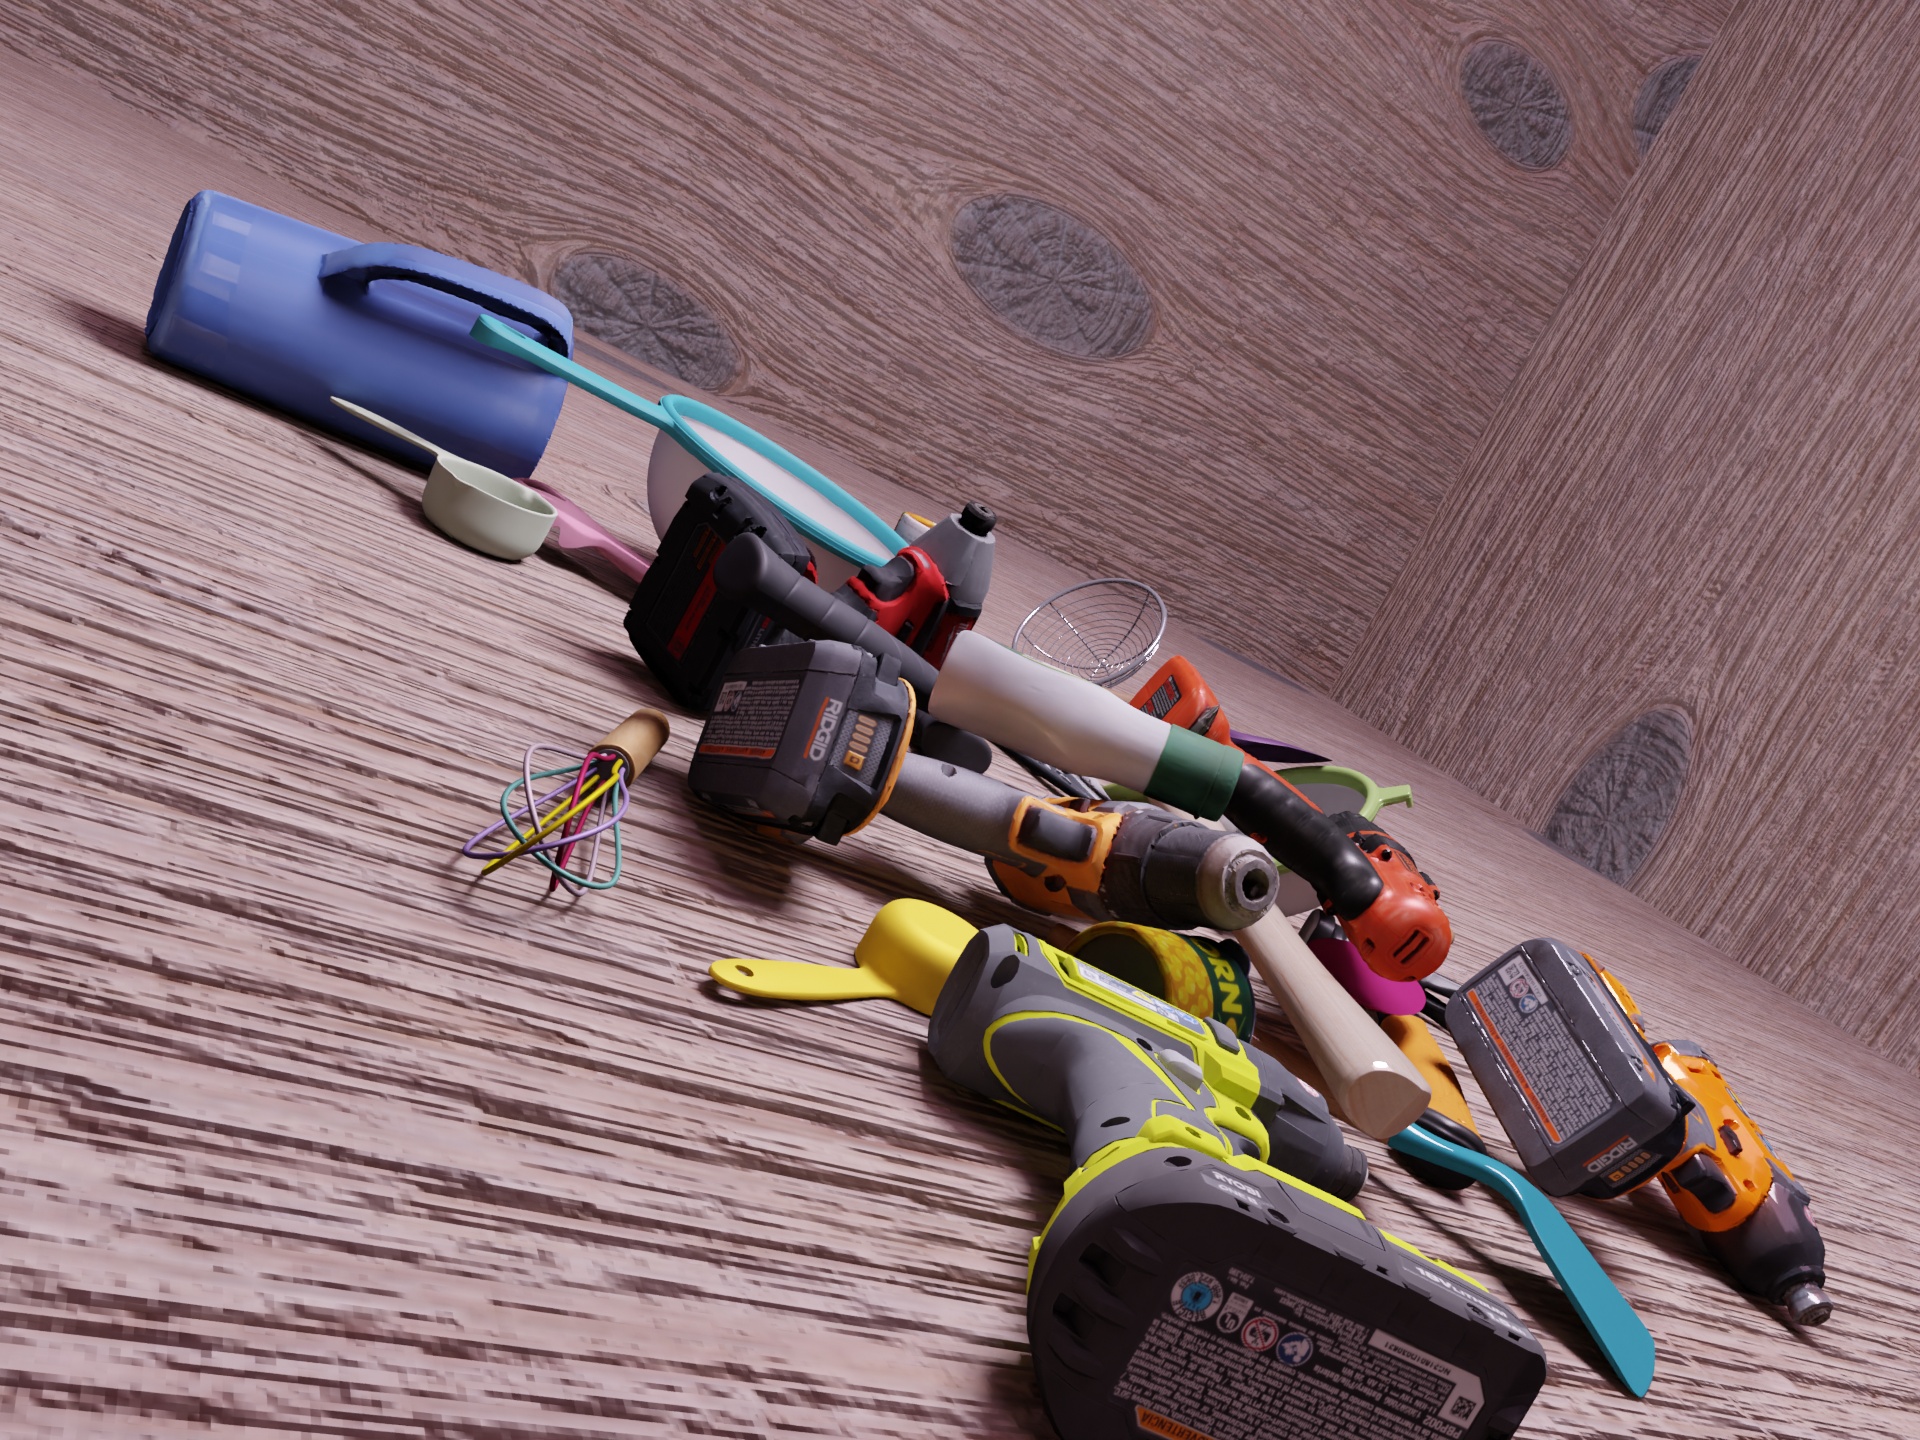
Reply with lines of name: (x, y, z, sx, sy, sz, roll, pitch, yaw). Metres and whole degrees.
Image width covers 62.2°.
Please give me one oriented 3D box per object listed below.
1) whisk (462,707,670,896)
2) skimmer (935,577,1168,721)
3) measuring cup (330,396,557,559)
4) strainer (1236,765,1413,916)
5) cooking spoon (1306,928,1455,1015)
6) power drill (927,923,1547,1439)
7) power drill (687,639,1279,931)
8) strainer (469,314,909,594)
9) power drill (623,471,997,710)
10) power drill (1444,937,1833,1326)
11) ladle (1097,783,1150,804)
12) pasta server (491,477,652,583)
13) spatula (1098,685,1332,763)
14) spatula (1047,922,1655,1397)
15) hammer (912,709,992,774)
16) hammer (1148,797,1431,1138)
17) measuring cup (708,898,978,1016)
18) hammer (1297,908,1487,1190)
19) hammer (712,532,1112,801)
whisk: (-0.139, 0.022, 0.626, 0.051, 0.047, 0.245, 26, 7, -6)
skimmer: (0.054, -0.055, 1.145, 0.127, 0.090, 0.363, -4, 4, 22)
measuring cup: (-0.323, -0.147, 0.965, 0.168, 0.038, 0.083, 29, 10, 13)
strainer: (0.189, 0.087, 1.110, 0.256, 0.151, 0.069, 12, -54, 63)
cooking spoon: (0.268, 0.146, 0.966, 0.069, 0.017, 0.318, 31, 12, 24)
power drill: (0.082, 0.150, 0.503, 0.171, 0.080, 0.223, 27, 8, -9)
power drill: (0.014, 0.040, 0.702, 0.226, 0.084, 0.185, 24, -10, -26)
strainer: (-0.182, -0.147, 1.049, 0.340, 0.095, 0.211, 25, 16, -36)
power drill: (-0.070, -0.071, 0.915, 0.219, 0.143, 0.079, 0, 39, -51)
power drill: (0.363, 0.218, 0.824, 0.226, 0.084, 0.164, 32, 25, -34)
ladle: (0.048, 0.003, 1.163, 0.078, 0.062, 0.320, -4, 26, -35)
pasta server: (-0.175, -0.067, 1.007, 0.316, 0.040, 0.060, 34, 11, 6)
spatula: (0.148, 0.007, 0.995, 0.060, 0.018, 0.315, -2, -9, 36)
spatula: (0.167, 0.181, 0.718, 0.318, 0.044, 0.082, 28, 10, 25)
hammer: (-0.061, -0.042, 1.147, 0.146, 0.035, 0.335, 21, 13, -33)
hammer: (0.138, 0.084, 0.831, 0.146, 0.038, 0.411, 38, 10, -16)
measuring cup: (-0.037, 0.088, 0.601, 0.062, 0.029, 0.156, 35, 11, 31)
hammer: (0.258, 0.186, 0.896, 0.127, 0.034, 0.337, 28, 11, 5)
hammer: (-0.001, -0.003, 0.863, 0.149, 0.036, 0.408, 49, 9, 33)
